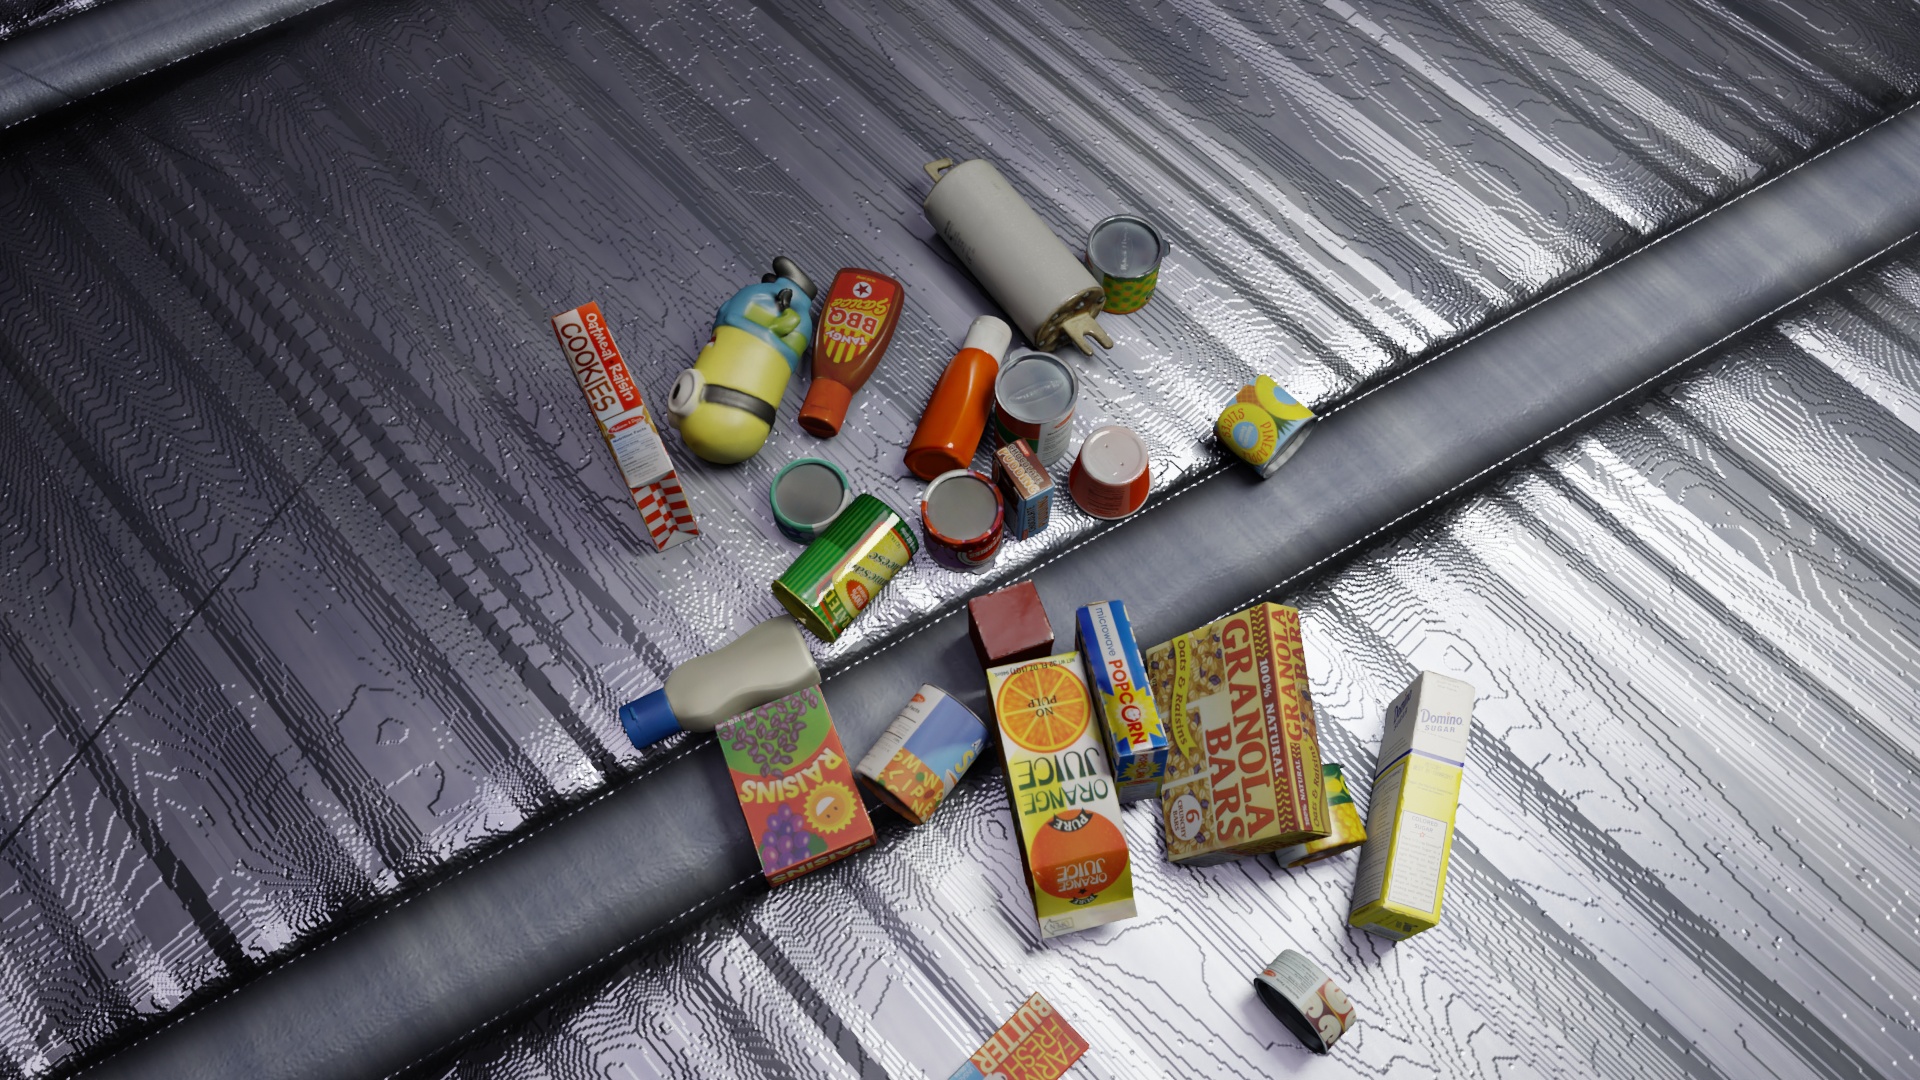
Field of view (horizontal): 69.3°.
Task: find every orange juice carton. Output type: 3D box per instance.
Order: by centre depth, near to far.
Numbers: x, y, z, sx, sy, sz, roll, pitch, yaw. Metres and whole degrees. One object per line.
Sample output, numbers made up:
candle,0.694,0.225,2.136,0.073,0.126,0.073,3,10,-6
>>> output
orange juice carton,0.072,0.185,1.010,0.072,0.072,0.193,-11,67,-4

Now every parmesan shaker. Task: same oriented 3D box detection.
parmesan shaker,-0.090,0.019,1.084,0.071,0.071,0.103,38,72,15

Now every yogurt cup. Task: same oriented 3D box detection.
yogurt cup,0.123,-0.058,1.128,0.072,0.053,0.072,0,66,1

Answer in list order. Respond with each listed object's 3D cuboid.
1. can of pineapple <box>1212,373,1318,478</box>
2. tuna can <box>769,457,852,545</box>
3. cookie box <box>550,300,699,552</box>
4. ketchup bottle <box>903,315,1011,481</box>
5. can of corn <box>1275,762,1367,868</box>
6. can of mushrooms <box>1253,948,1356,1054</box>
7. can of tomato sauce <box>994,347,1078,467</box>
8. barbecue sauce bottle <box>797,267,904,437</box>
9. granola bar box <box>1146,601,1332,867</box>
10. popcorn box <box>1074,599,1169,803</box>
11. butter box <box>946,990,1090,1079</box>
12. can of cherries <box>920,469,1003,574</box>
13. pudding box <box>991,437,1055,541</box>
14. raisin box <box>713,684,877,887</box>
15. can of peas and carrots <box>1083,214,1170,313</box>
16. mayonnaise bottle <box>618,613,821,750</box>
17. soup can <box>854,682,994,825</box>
can of pineapple,0.248,-0.093,1.135,0.071,0.070,0.058,-41,71,-16
tuna can,-0.123,-0.034,1.129,0.071,0.032,0.071,0,66,0
cookie box,-0.266,-0.089,1.105,0.040,0.122,0.168,-25,69,-11
ketchup bottle,0.003,-0.121,1.155,0.043,0.064,0.149,38,58,-28
can of corn,0.256,0.199,1.007,0.071,0.071,0.058,-14,68,-6
can of mushrooms,0.238,0.318,0.956,0.033,0.070,0.071,-39,72,-16
can of tomato sauce,0.059,-0.107,1.133,0.071,0.082,0.071,0,66,0
barbecue sauce bottle,-0.098,-0.159,1.179,0.065,0.043,0.149,15,67,6
granola bar box,0.197,0.141,1.004,0.039,0.123,0.166,15,60,-35
popcorn box,0.116,0.118,1.021,0.038,0.084,0.127,-10,56,-5
butter box,0.035,0.366,0.956,0.104,0.024,0.053,-40,71,-16
can of cherries,0.004,-0.014,1.106,0.071,0.058,0.072,0,66,0
pudding box,0.048,-0.039,1.103,0.030,0.083,0.050,-27,69,-11
raisin box,-0.123,0.181,1.031,0.086,0.040,0.124,-20,66,-9
can of peas and carrots,0.143,-0.239,1.205,0.071,0.058,0.071,0,67,0
mayonnaise bottle,-0.185,0.112,1.060,0.148,0.041,0.065,-24,57,-9
soup can,-0.025,0.160,1.026,0.071,0.071,0.084,35,72,14
